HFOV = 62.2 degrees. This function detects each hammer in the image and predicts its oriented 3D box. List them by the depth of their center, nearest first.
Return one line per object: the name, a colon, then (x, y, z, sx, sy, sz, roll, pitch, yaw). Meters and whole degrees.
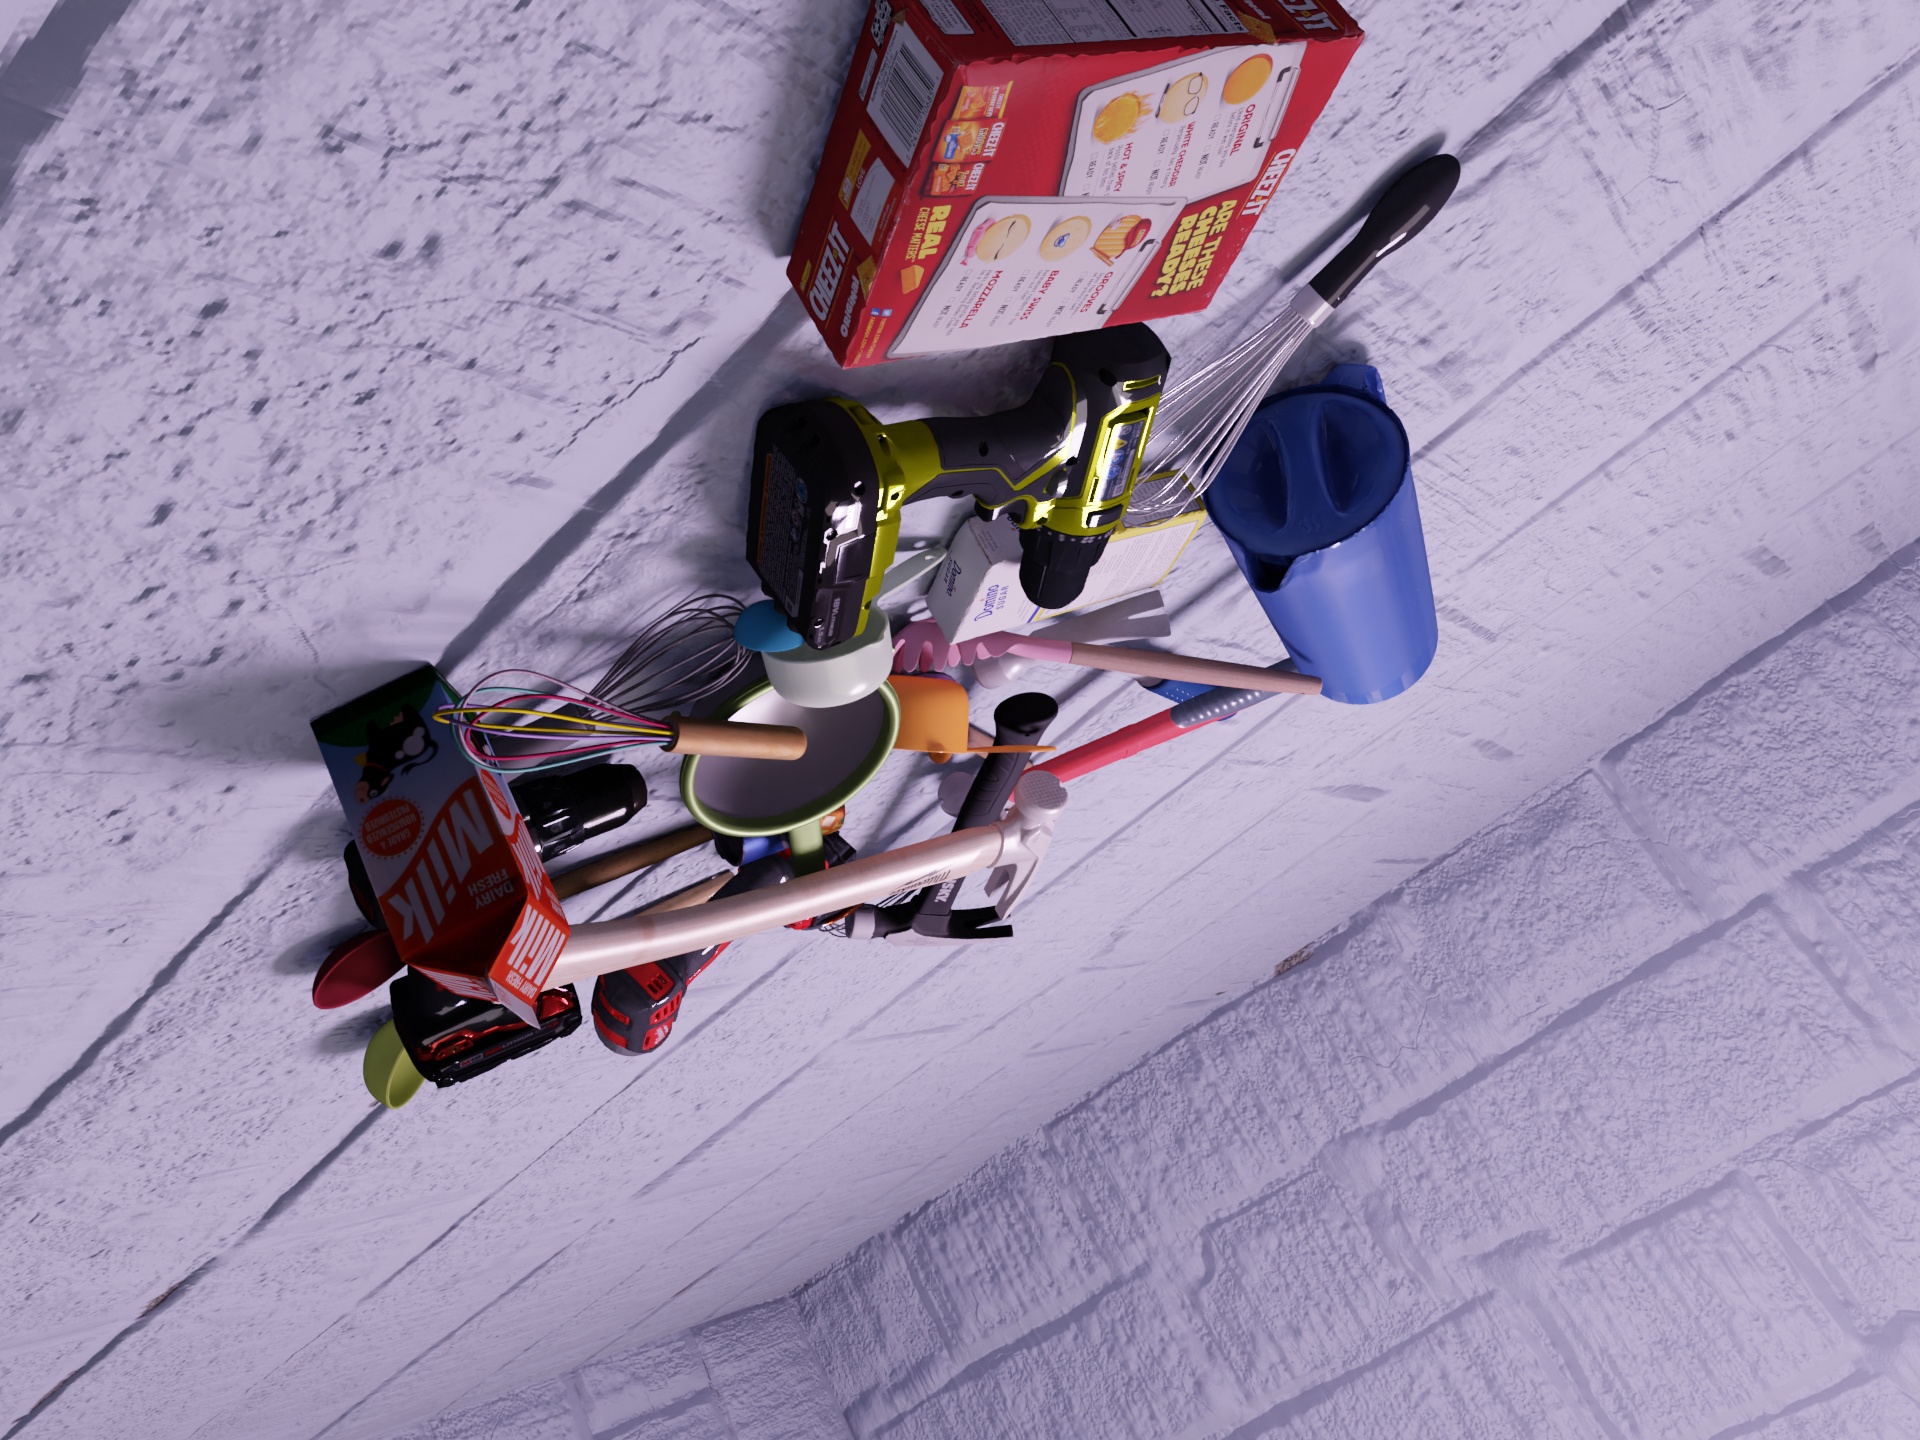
hammer: (-0.119, 0.130, 1.093, 0.410, 0.038, 0.146, -12, 144, -28)
hammer: (0.014, 0.090, 1.297, 0.146, 0.035, 0.334, 6, 141, -17)
hammer: (0.159, -0.039, 1.303, 0.144, 0.035, 0.405, -18, 166, 24)
hammer: (0.176, 0.006, 1.314, 0.386, 0.038, 0.143, -24, 162, 20)

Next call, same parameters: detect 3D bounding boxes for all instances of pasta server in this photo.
pasta server: (0.100, -0.036, 1.101, 0.316, 0.040, 0.060, 7, 179, -11)

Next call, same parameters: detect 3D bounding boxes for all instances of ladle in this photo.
ladle: (-0.307, 0.128, 1.136, 0.315, 0.031, 0.069, -21, 152, -26)
ladle: (-0.317, 0.206, 1.256, 0.320, 0.062, 0.078, -26, 158, -16)

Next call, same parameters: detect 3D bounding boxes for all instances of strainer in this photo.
strainer: (-0.118, 0.034, 1.066, 0.151, 0.069, 0.256, -22, 144, -16)

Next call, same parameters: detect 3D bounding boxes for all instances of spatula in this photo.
spatula: (0.011, 0.013, 1.290, 0.060, 0.018, 0.315, -45, 156, 6)

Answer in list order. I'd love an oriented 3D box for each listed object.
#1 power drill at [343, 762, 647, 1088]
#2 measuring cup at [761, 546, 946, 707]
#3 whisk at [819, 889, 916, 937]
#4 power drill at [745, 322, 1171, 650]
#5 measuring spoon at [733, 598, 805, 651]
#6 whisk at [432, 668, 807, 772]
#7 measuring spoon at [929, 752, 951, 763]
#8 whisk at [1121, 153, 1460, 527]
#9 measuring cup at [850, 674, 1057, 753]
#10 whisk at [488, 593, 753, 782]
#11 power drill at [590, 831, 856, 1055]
power drill: (-0.296, 0.126, 1.047, 0.188, 0.080, 0.226, -21, 144, -29)
measuring cup: (-0.053, -0.058, 0.957, 0.167, 0.083, 0.038, -42, 133, -46)
whisk: (-0.032, 0.137, 1.415, 0.246, 0.057, 0.059, -26, -160, 26)
power drill: (0.002, -0.118, 0.883, 0.228, 0.080, 0.190, -18, 143, -28)
measuring spoon: (-0.088, -0.075, 0.922, 0.129, 0.042, 0.021, -47, 146, -53)
whisk: (-0.178, 0.007, 0.886, 0.244, 0.051, 0.047, 6, 140, -47)
measuring spoon: (-0.029, 0.016, 1.254, 0.021, 0.011, 0.116, -32, 158, 7)
whisk: (0.187, -0.223, 0.950, 0.284, 0.070, 0.070, -45, 154, 22)
measuring cup: (-0.002, -0.004, 1.128, 0.173, 0.052, 0.095, 2, -179, -33)
whisk: (-0.224, -0.005, 0.933, 0.239, 0.055, 0.055, -28, 158, 7)
power drill: (-0.185, 0.163, 1.195, 0.220, 0.078, 0.143, -41, 167, -33)
